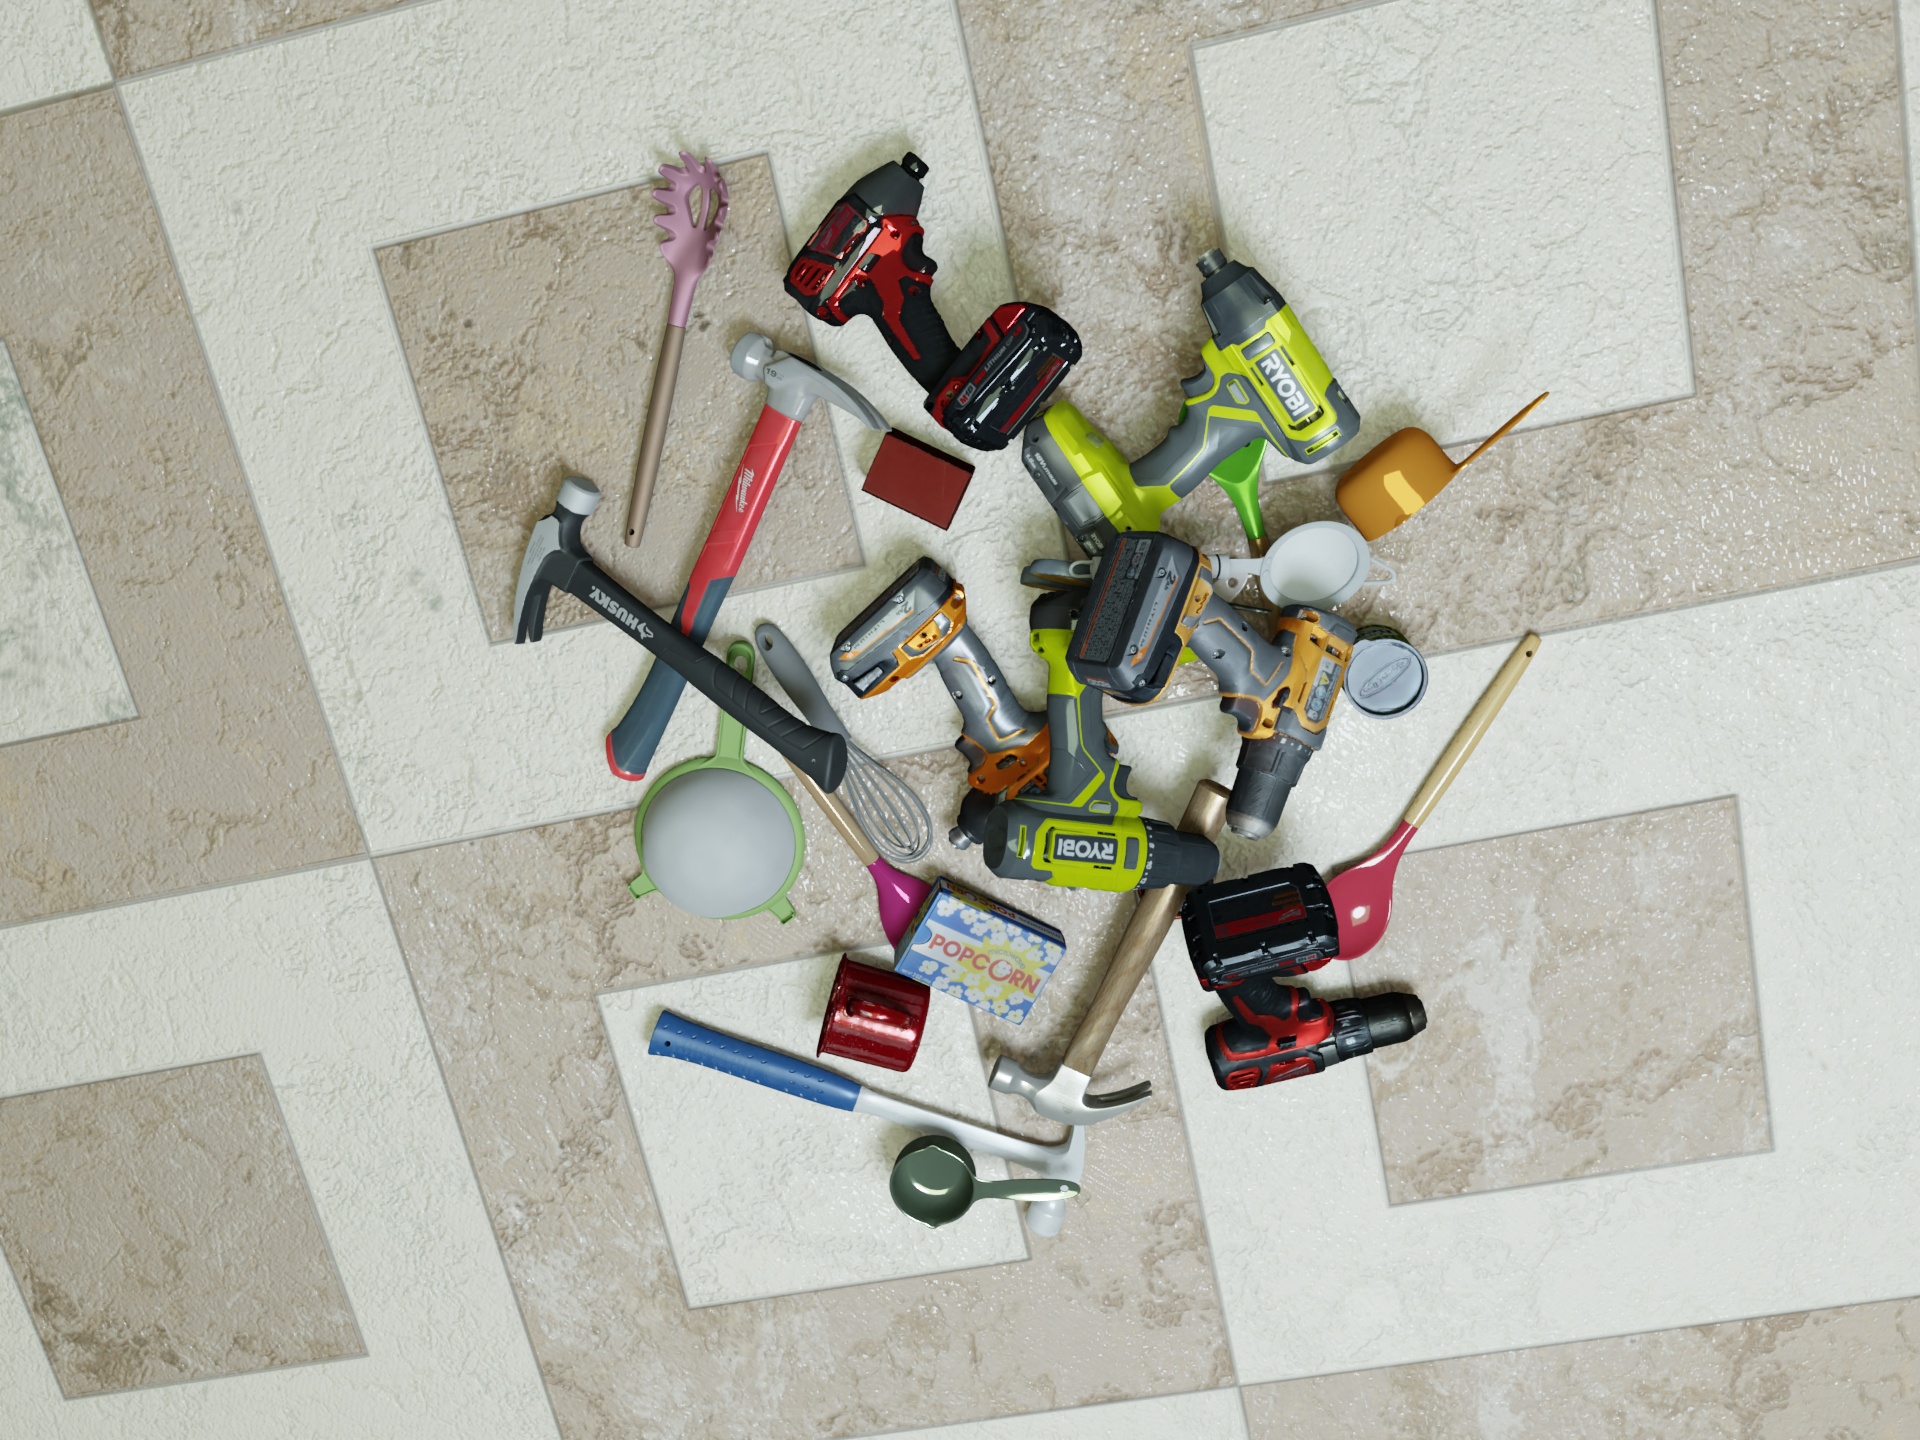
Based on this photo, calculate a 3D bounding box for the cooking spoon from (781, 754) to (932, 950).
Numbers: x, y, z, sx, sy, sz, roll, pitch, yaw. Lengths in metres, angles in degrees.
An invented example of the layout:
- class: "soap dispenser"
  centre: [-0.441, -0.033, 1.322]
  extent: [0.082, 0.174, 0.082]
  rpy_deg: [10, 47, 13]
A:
- class: "cooking spoon"
  centre: [-0.091, 0.101, 1.364]
  extent: [0.069, 0.017, 0.318]
  rpy_deg: [-31, 107, 12]

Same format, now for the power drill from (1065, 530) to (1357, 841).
- class: "power drill"
  centre: [0.189, -0.024, 1.192]
  extent: [0.226, 0.084, 0.185]
  rpy_deg: [24, 84, -32]

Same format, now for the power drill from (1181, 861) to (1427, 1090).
- class: "power drill"
  centre: [0.283, 0.218, 1.311]
  extent: [0.188, 0.080, 0.226]
  rpy_deg: [-15, 134, 8]

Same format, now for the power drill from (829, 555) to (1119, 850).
- class: "power drill"
  centre: [-0.002, -0.004, 1.309]
  extent: [0.164, 0.084, 0.226]
  rpy_deg: [-42, 102, 14]

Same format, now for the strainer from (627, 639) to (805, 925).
- class: "strainer"
  centre: [-0.204, 0.062, 1.347]
  extent: [0.151, 0.069, 0.256]
  rpy_deg: [10, 107, 2]

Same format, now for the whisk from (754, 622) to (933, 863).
- class: "whisk"
  centre: [-0.099, 0.018, 1.334]
  extent: [0.055, 0.055, 0.239]
  rpy_deg: [-34, 92, 13]

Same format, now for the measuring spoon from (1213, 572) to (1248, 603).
- class: "measuring spoon"
  centre: [0.188, -0.080, 1.298]
  extent: [0.124, 0.018, 0.034]
  rpy_deg: [-44, 85, 19]

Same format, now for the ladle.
- class: "ladle"
  centre: [0.389, 0.064, 1.322]
  extent: [0.069, 0.031, 0.315]
  rpy_deg: [27, 104, -13]

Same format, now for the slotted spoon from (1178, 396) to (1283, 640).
- class: "slotted spoon"
  centre: [0.244, -0.123, 1.283]
  extent: [0.070, 0.031, 0.313]
  rpy_deg: [-15, 105, 13]

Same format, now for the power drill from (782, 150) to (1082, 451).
- class: "power drill"
  centre: [-0.021, -0.319, 1.200]
  extent: [0.220, 0.078, 0.143]
  rpy_deg: [45, 105, 16]

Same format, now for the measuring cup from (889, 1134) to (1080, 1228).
- class: "measuring cup"
  centre: [0.022, 0.404, 1.403]
  extent: [0.167, 0.038, 0.083]
  rpy_deg: [1, 106, 3]

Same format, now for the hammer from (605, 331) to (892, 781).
- class: "hammer"
  centre: [-0.191, -0.109, 1.299]
  extent: [0.143, 0.038, 0.386]
  rpy_deg: [33, 109, 19]

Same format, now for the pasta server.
- class: "pasta server"
  centre: [-0.236, -0.289, 1.271]
  extent: [0.060, 0.040, 0.316]
  rpy_deg: [19, 107, 12]

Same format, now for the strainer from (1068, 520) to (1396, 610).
- class: "strainer"
  centre: [0.209, -0.122, 1.235]
  extent: [0.258, 0.050, 0.086]
  rpy_deg: [-2, 130, -11]

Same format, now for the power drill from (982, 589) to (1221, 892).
- class: "power drill"
  centre: [0.124, 0.022, 1.245]
  extent: [0.190, 0.080, 0.228]
  rpy_deg: [7, 87, -20]

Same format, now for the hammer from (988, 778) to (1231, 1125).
- class: "hammer"
  centre: [0.148, 0.200, 1.341]
  extent: [0.130, 0.031, 0.331]
  rpy_deg: [24, 106, -2]

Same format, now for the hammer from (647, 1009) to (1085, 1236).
- class: "hammer"
  centre: [-0.081, 0.338, 1.431]
  extent: [0.405, 0.035, 0.144]
  rpy_deg: [19, 106, 0]

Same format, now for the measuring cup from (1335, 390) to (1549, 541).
- class: "measuring cup"
  centre: [0.358, -0.208, 1.203]
  extent: [0.052, 0.095, 0.173]
  rpy_deg: [47, 125, -3]

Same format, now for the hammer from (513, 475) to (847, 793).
- class: "hammer"
  centre: [-0.226, -0.048, 1.283]
  extent: [0.335, 0.035, 0.146]
  rpy_deg: [36, 110, 15]

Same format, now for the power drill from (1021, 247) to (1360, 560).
- class: "power drill"
  centre: [0.164, -0.233, 1.207]
  extent: [0.223, 0.080, 0.171]
  rpy_deg: [-32, 100, 25]
